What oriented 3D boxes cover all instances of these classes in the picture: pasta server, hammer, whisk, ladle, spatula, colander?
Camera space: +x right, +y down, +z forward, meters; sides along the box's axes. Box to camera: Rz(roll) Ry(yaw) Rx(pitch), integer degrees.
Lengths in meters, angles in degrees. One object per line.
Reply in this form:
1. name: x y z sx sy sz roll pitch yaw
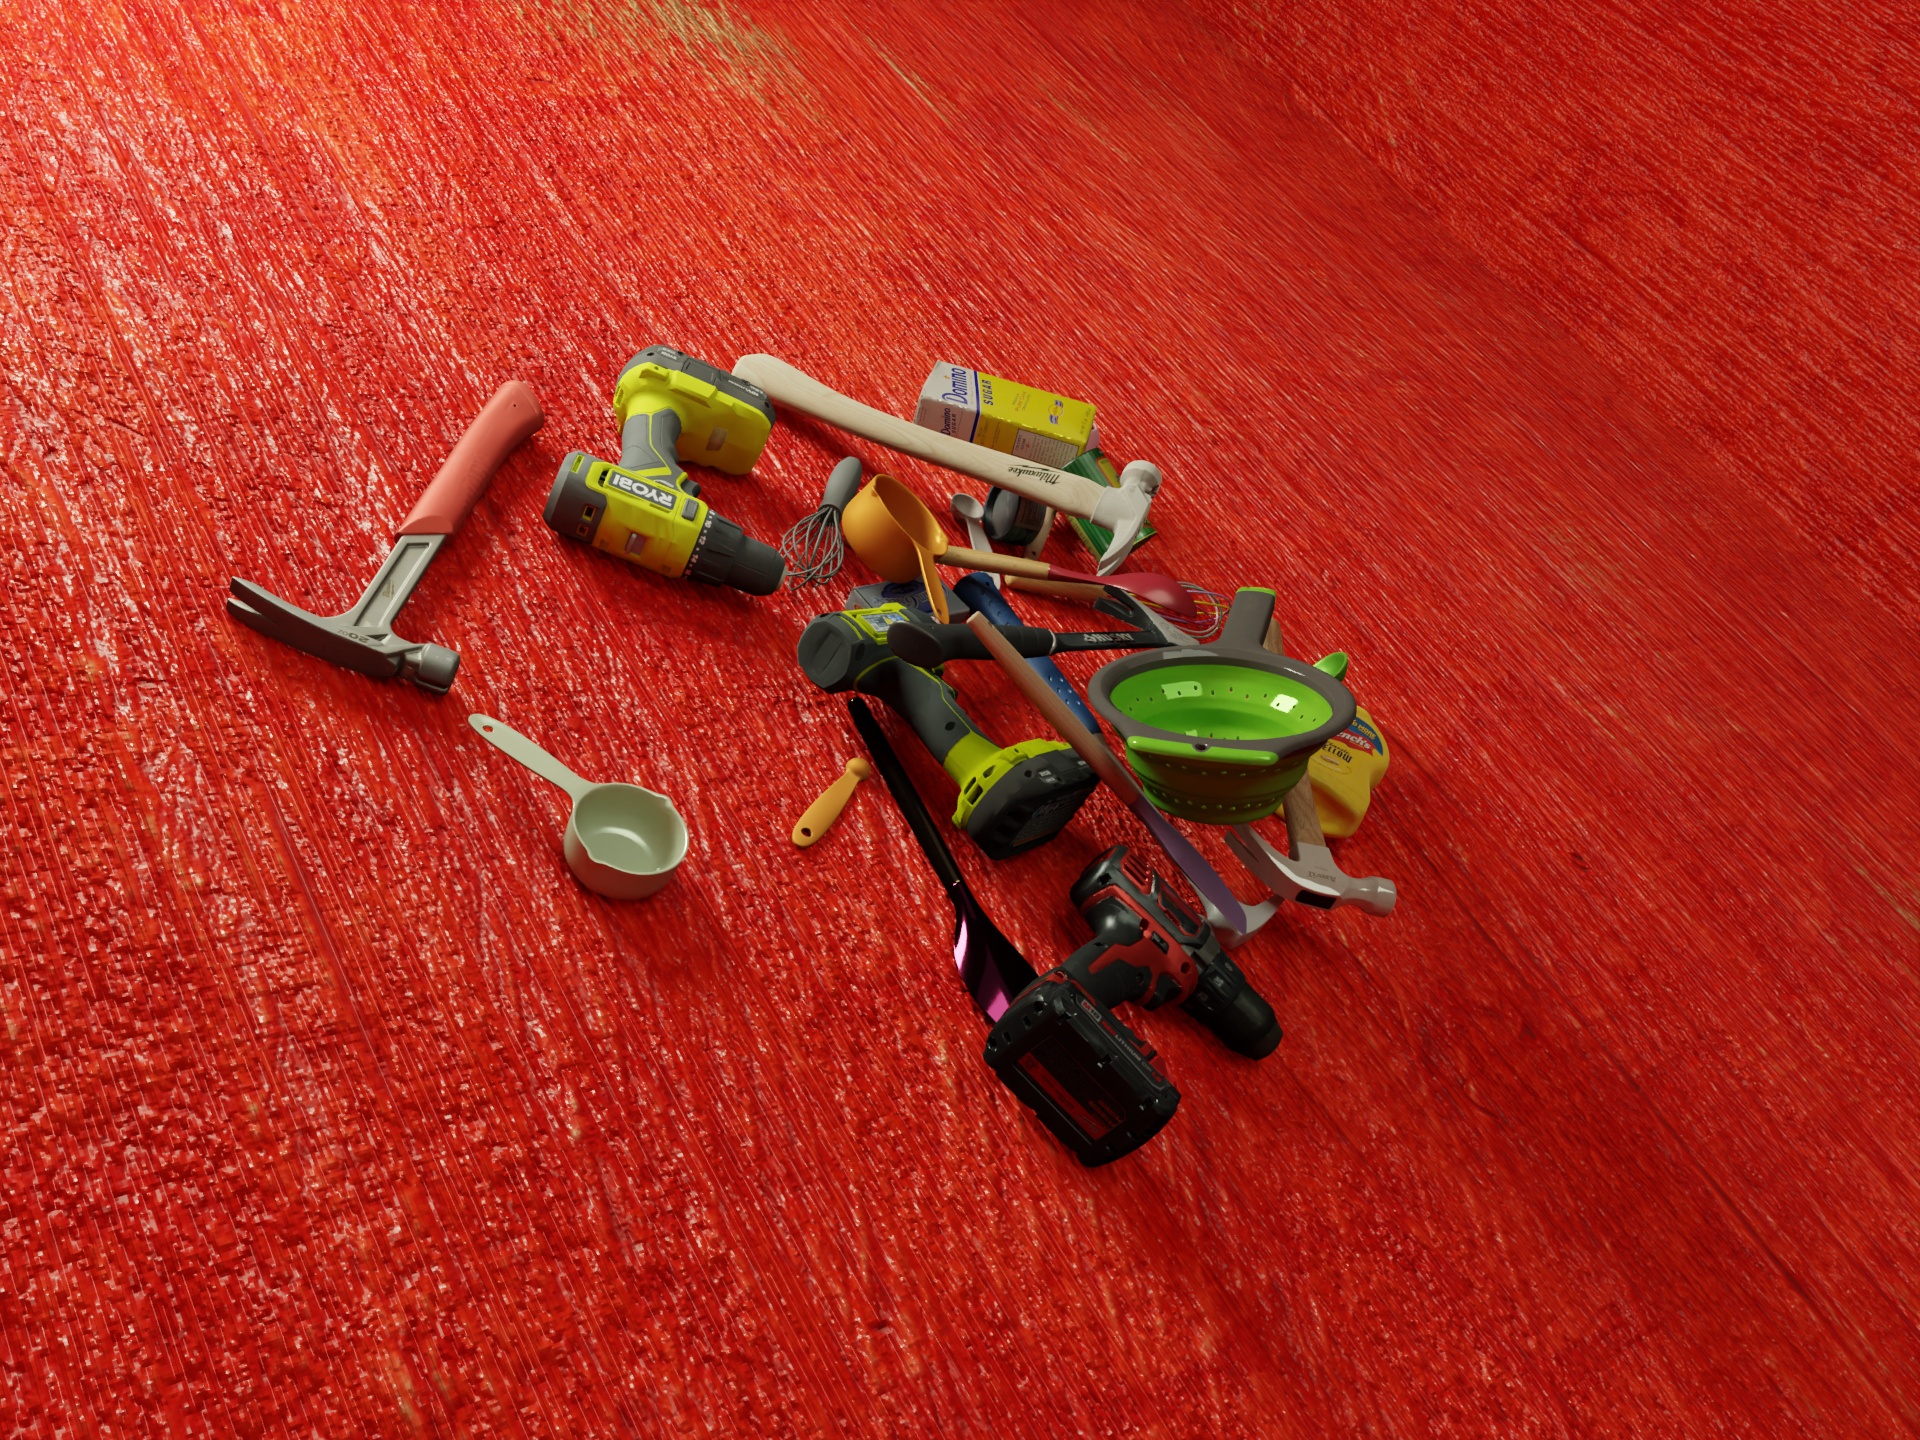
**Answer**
1. pasta server: 0.098 -0.238 1.633 0.060 0.040 0.316 28 40 -6
2. hammer: -0.391 -0.158 1.169 0.149 0.036 0.359 23 37 -12
3. hammer: -0.027 -0.247 1.470 0.410 0.038 0.146 21 51 8
4. hammer: 0.277 0.025 1.358 0.130 0.031 0.332 12 43 -11
5. whisk: 0.153 -0.118 1.525 0.244 0.051 0.047 7 22 -24
6. hammer: 0.079 -0.069 1.320 0.149 0.036 0.408 41 25 28
7. ladle: 0.052 -0.132 1.382 0.315 0.031 0.069 11 11 9
8. whisk: -0.116 -0.177 1.391 0.055 0.055 0.239 26 31 -8
9. spatula: 0.113 0.039 1.190 0.316 0.018 0.060 48 20 -9
10. hammer: 0.120 0.024 1.330 0.144 0.035 0.406 -9 52 -42
11. colander: 0.222 -0.012 1.311 0.204 0.094 0.397 7 24 14

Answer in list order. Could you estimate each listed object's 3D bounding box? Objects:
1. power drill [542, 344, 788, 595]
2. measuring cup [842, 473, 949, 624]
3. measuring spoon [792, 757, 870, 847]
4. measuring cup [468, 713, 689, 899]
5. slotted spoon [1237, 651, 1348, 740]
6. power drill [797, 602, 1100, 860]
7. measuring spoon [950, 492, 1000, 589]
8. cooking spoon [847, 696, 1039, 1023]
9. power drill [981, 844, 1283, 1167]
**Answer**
1. power drill: -0.223 -0.200 1.309 0.190 0.080 0.229 21 40 -14
2. measuring cup: -0.049 -0.127 1.316 0.095 0.052 0.174 30 32 -42
3. measuring spoon: -0.093 0.058 1.154 0.021 0.011 0.117 34 36 2
4. measuring cup: -0.252 0.055 1.021 0.167 0.038 0.083 34 36 7
5. slotted spoon: 0.277 -0.001 1.461 0.314 0.070 0.031 -28 89 -47
6. power drill: -0.002 -0.004 1.228 0.223 0.080 0.171 45 26 18
7. measuring spoon: 0.014 -0.165 1.497 0.034 0.018 0.124 7 50 -30
8. cooking spoon: -0.014 0.101 1.155 0.068 0.017 0.319 1 46 -40
9. power drill: 0.129 0.203 1.089 0.188 0.080 0.227 45 33 0
